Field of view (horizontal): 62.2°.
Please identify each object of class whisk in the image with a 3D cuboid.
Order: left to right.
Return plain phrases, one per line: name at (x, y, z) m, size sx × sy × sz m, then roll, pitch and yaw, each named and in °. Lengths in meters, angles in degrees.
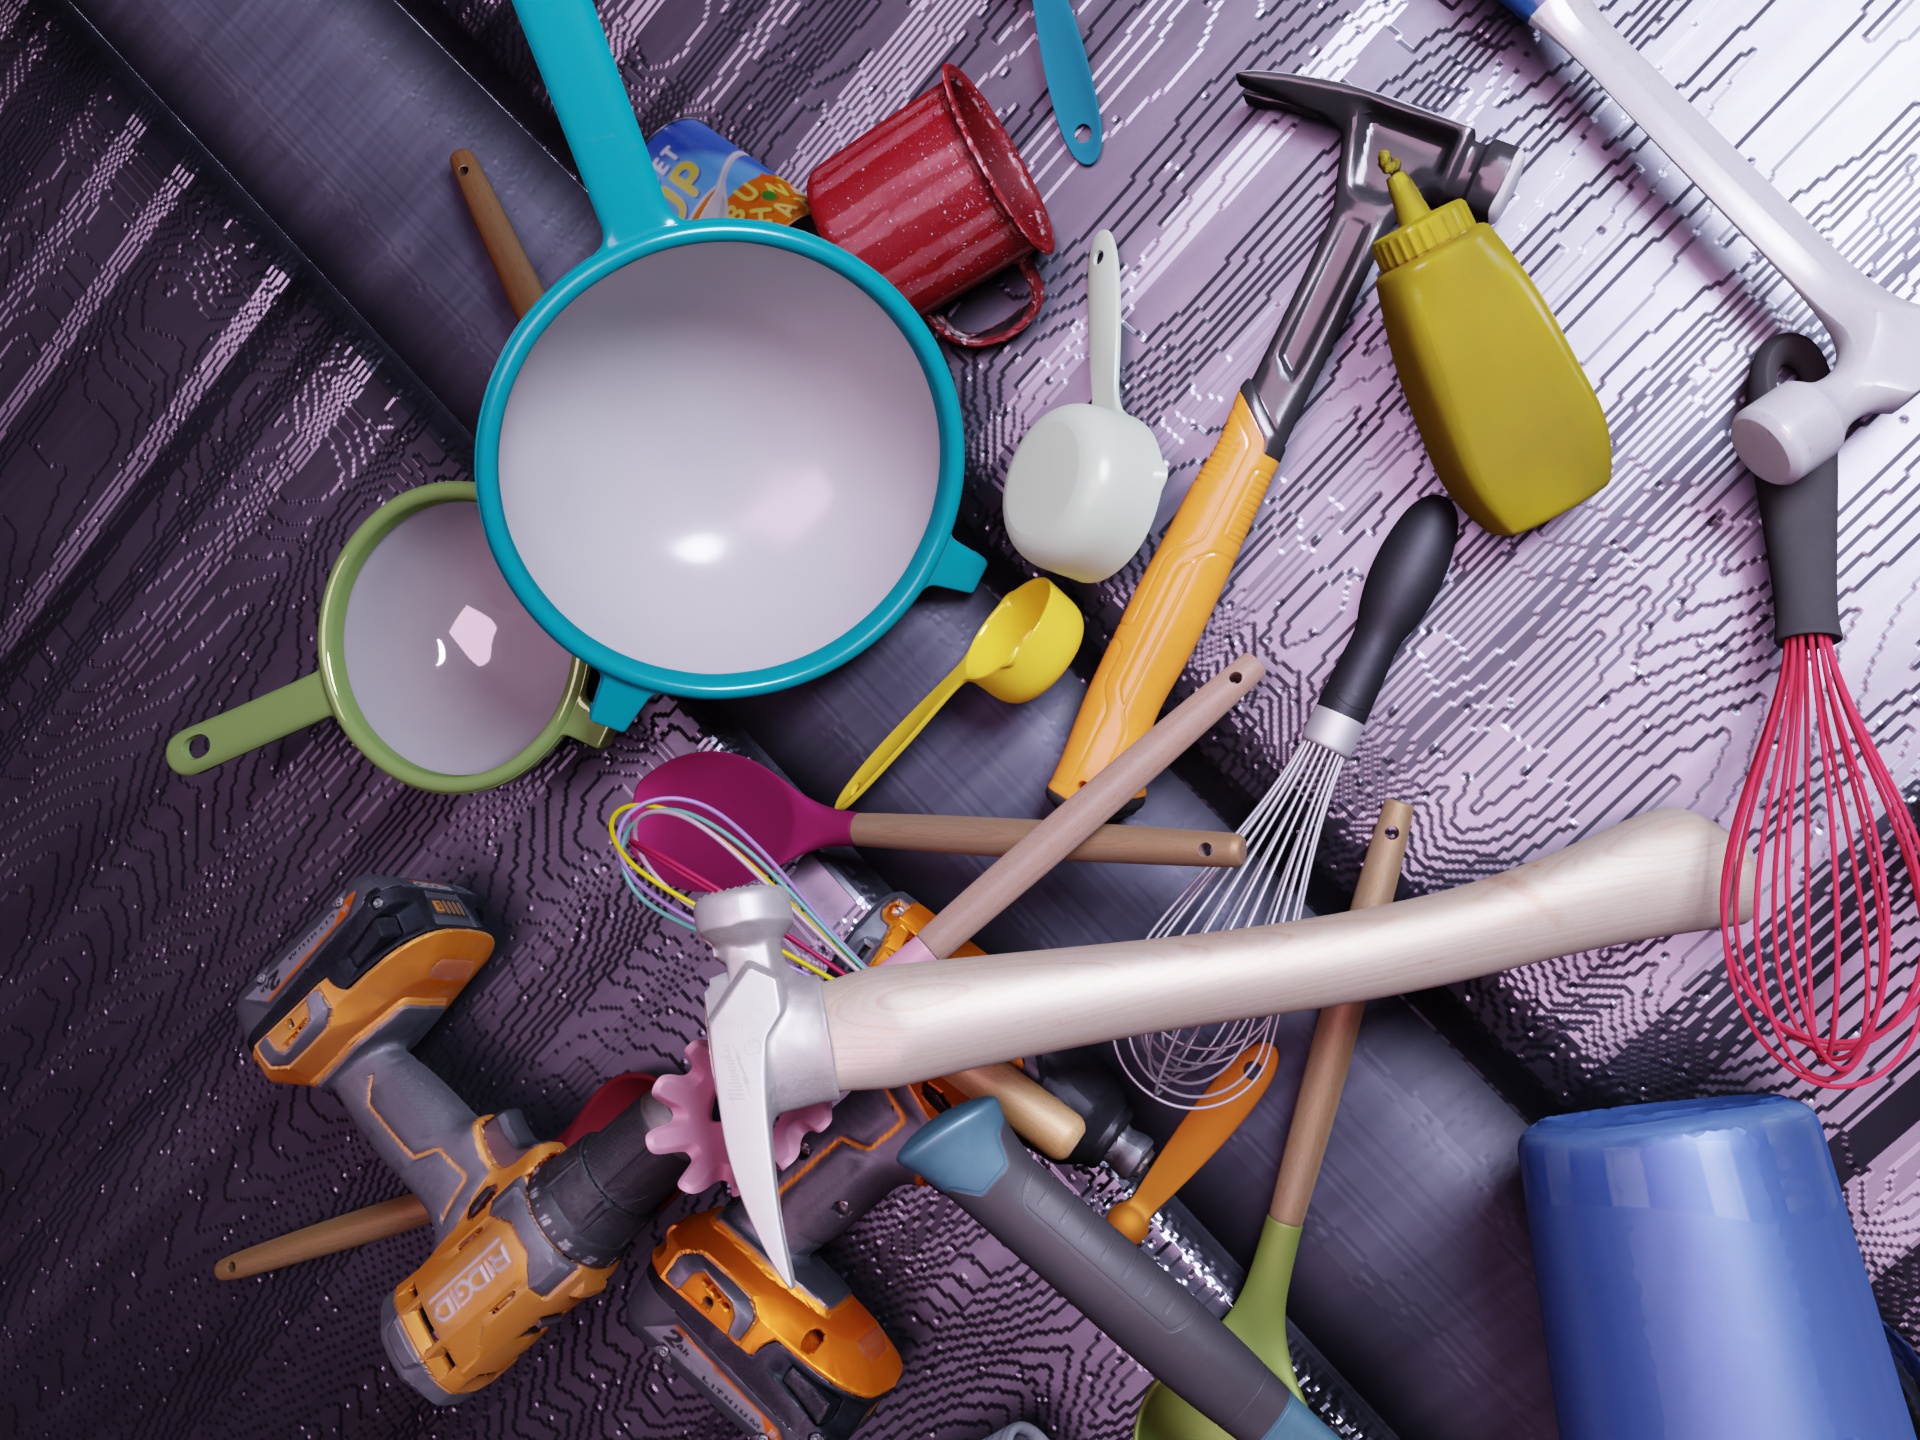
whisk at (-0.053, 0.109, 0.675) m, size 0.245 × 0.047 × 0.051 m, roll 34°, pitch 89°, yaw 12°
whisk at (0.146, 0.034, 0.677) m, size 0.070 × 0.070 × 0.284 m, roll 26°, pitch 92°, yaw 17°
whisk at (0.322, -0.012, 0.602) m, size 0.073 × 0.073 × 0.296 m, roll -1°, pitch 75°, yaw 18°

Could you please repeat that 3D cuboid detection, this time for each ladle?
ladle at (-0.262, 0.247, 0.815) m, size 0.315 × 0.031 × 0.069 m, roll -21°, pitch 73°, yaw 18°
ladle at (0.144, 0.188, 0.671) m, size 0.078 × 0.062 × 0.320 m, roll 15°, pitch 91°, yaw 11°

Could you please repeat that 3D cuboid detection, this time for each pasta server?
pasta server at (0.007, 0.074, 0.645) m, size 0.316 × 0.040 × 0.060 m, roll -40°, pitch 78°, yaw -10°

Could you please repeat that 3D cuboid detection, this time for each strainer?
strainer at (-0.284, -0.022, 0.807) m, size 0.256 × 0.069 × 0.151 m, roll -20°, pitch 85°, yaw 17°
strainer at (-0.128, -0.176, 0.689) m, size 0.211 × 0.095 × 0.340 m, roll -22°, pitch 118°, yaw -8°

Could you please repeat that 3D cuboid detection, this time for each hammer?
hammer at (0.114, -0.112, 0.699) m, size 0.127 × 0.034 × 0.337 m, roll 26°, pitch 97°, yaw 16°
hammer at (0.112, 0.265, 0.630) m, size 0.331 × 0.033 × 0.128 m, roll 41°, pitch 81°, yaw -1°
hammer at (0.111, 0.106, 0.609) m, size 0.410 × 0.038 × 0.146 m, roll -9°, pitch 74°, yaw -6°
hammer at (0.254, -0.287, 0.648) m, size 0.144 × 0.035 × 0.406 m, roll -34°, pitch 75°, yaw -3°

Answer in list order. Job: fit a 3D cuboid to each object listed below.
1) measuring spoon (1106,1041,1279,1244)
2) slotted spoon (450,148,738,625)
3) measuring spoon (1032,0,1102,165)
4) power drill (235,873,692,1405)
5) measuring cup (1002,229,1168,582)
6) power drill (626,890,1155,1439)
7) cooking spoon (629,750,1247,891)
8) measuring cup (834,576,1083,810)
measuring spoon at (0.103, 0.189, 0.706) m, size 0.021 × 0.011 × 0.117 m, roll 39°, pitch 100°, yaw 15°
slotted spoon at (-0.196, -0.159, 0.805) m, size 0.070 × 0.031 × 0.314 m, roll -28°, pitch 79°, yaw 8°
measuring spoon at (0.046, -0.320, 0.740) m, size 0.042 × 0.021 × 0.128 m, roll -13°, pitch 94°, yaw 16°
power drill at (-0.231, 0.178, 0.761) m, size 0.185 × 0.084 × 0.226 m, roll -43°, pitch 67°, yaw 10°
measuring cup at (0.051, -0.145, 0.706) m, size 0.083 × 0.038 × 0.168 m, roll -15°, pitch 70°, yaw 53°
power drill at (-0.029, 0.214, 0.714) m, size 0.164 × 0.084 × 0.226 m, roll 35°, pitch 95°, yaw 16°
cooking spoon at (-0.025, 0.051, 0.723) m, size 0.319 × 0.017 × 0.069 m, roll 1°, pitch 83°, yaw 29°
measuring cup at (-0.001, -0.002, 0.734) m, size 0.029 × 0.062 × 0.156 m, roll 35°, pitch 117°, yaw -20°
